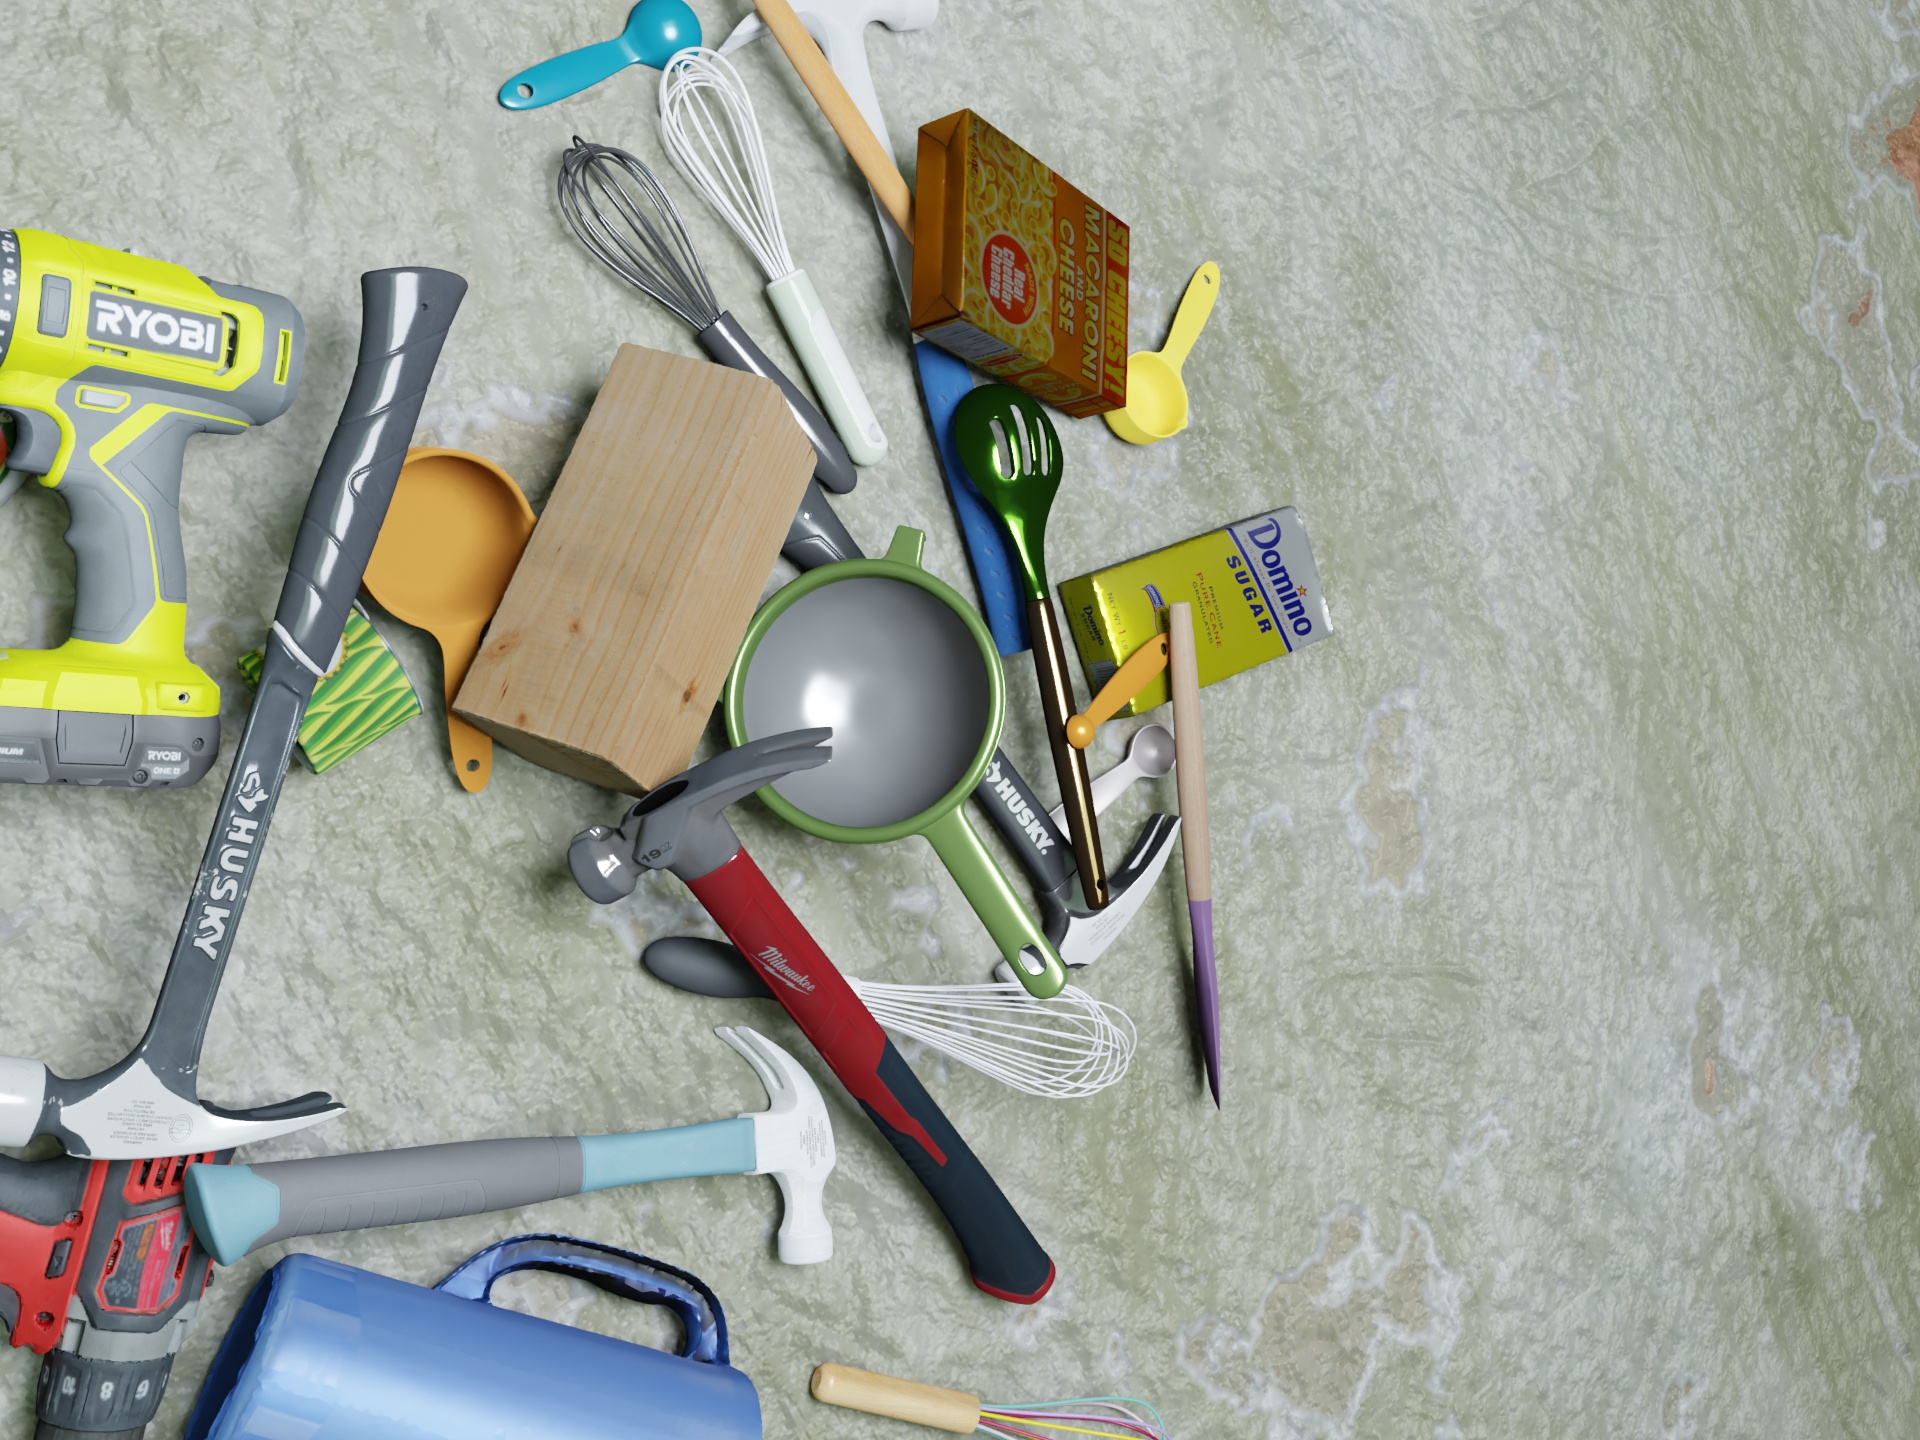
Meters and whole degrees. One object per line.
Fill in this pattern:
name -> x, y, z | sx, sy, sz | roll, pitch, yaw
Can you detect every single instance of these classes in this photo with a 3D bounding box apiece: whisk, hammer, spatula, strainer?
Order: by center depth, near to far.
hammer -> -0.292, -0.010, 0.698 | 0.149, 0.036, 0.409 | 22, 81, -41
hammer -> -0.201, 0.220, 0.778 | 0.330, 0.033, 0.128 | 5, 77, -41
hammer -> -0.036, 0.175, 0.840 | 0.143, 0.038, 0.386 | -27, 117, 12
strainer -> -0.018, 0.035, 0.849 | 0.151, 0.069, 0.256 | -34, 81, 4
spatula -> -0.094, -0.384, 0.865 | 0.081, 0.041, 0.322 | -43, 108, -25
whisk -> -0.134, -0.218, 0.873 | 0.055, 0.055, 0.238 | -49, 112, -22
whisk -> -0.035, 0.160, 0.882 | 0.284, 0.070, 0.070 | 14, 80, -14
whisk -> -0.101, -0.256, 0.893 | 0.246, 0.059, 0.058 | 64, 36, -15
whisk -> 0.027, 0.405, 0.924 | 0.244, 0.047, 0.051 | 23, 78, -22
hammer -> -0.001, -0.003, 0.931 | 0.146, 0.035, 0.334 | -40, 104, -16
hammer -> -0.025, -0.234, 0.938 | 0.144, 0.035, 0.405 | -21, 97, -28
spatula -> 0.146, 0.084, 0.981 | 0.018, 0.060, 0.316 | -5, 99, 1

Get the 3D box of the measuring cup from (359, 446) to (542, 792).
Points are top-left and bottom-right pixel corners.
measuring cup -> -0.260, -0.051, 0.797 | 0.095, 0.052, 0.173 | -13, 111, -32

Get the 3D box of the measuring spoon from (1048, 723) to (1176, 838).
measuring spoon -> 0.086, 0.044, 0.995 | 0.124, 0.018, 0.034 | -36, 103, -18

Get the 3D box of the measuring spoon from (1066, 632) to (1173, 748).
measuring spoon -> 0.099, -0.020, 0.938 | 0.117, 0.011, 0.021 | -42, 114, -37

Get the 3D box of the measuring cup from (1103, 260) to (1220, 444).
measuring cup -> 0.134, -0.242, 1.035 | 0.062, 0.029, 0.157 | 39, 58, -21

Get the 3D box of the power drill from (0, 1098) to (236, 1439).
power drill -> -0.438, 0.243, 0.666 | 0.226, 0.080, 0.188 | 16, 80, -30

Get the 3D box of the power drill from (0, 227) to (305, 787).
power drill -> -0.391, -0.092, 0.672 | 0.190, 0.080, 0.228 | 5, 94, -43

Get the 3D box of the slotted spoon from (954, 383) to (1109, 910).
slotted spoon -> 0.052, -0.045, 0.923 | 0.070, 0.031, 0.314 | -11, 90, -29

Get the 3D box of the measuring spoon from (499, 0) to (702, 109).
measuring spoon -> -0.192, -0.361, 0.861 | 0.128, 0.021, 0.042 | -36, 104, -26
